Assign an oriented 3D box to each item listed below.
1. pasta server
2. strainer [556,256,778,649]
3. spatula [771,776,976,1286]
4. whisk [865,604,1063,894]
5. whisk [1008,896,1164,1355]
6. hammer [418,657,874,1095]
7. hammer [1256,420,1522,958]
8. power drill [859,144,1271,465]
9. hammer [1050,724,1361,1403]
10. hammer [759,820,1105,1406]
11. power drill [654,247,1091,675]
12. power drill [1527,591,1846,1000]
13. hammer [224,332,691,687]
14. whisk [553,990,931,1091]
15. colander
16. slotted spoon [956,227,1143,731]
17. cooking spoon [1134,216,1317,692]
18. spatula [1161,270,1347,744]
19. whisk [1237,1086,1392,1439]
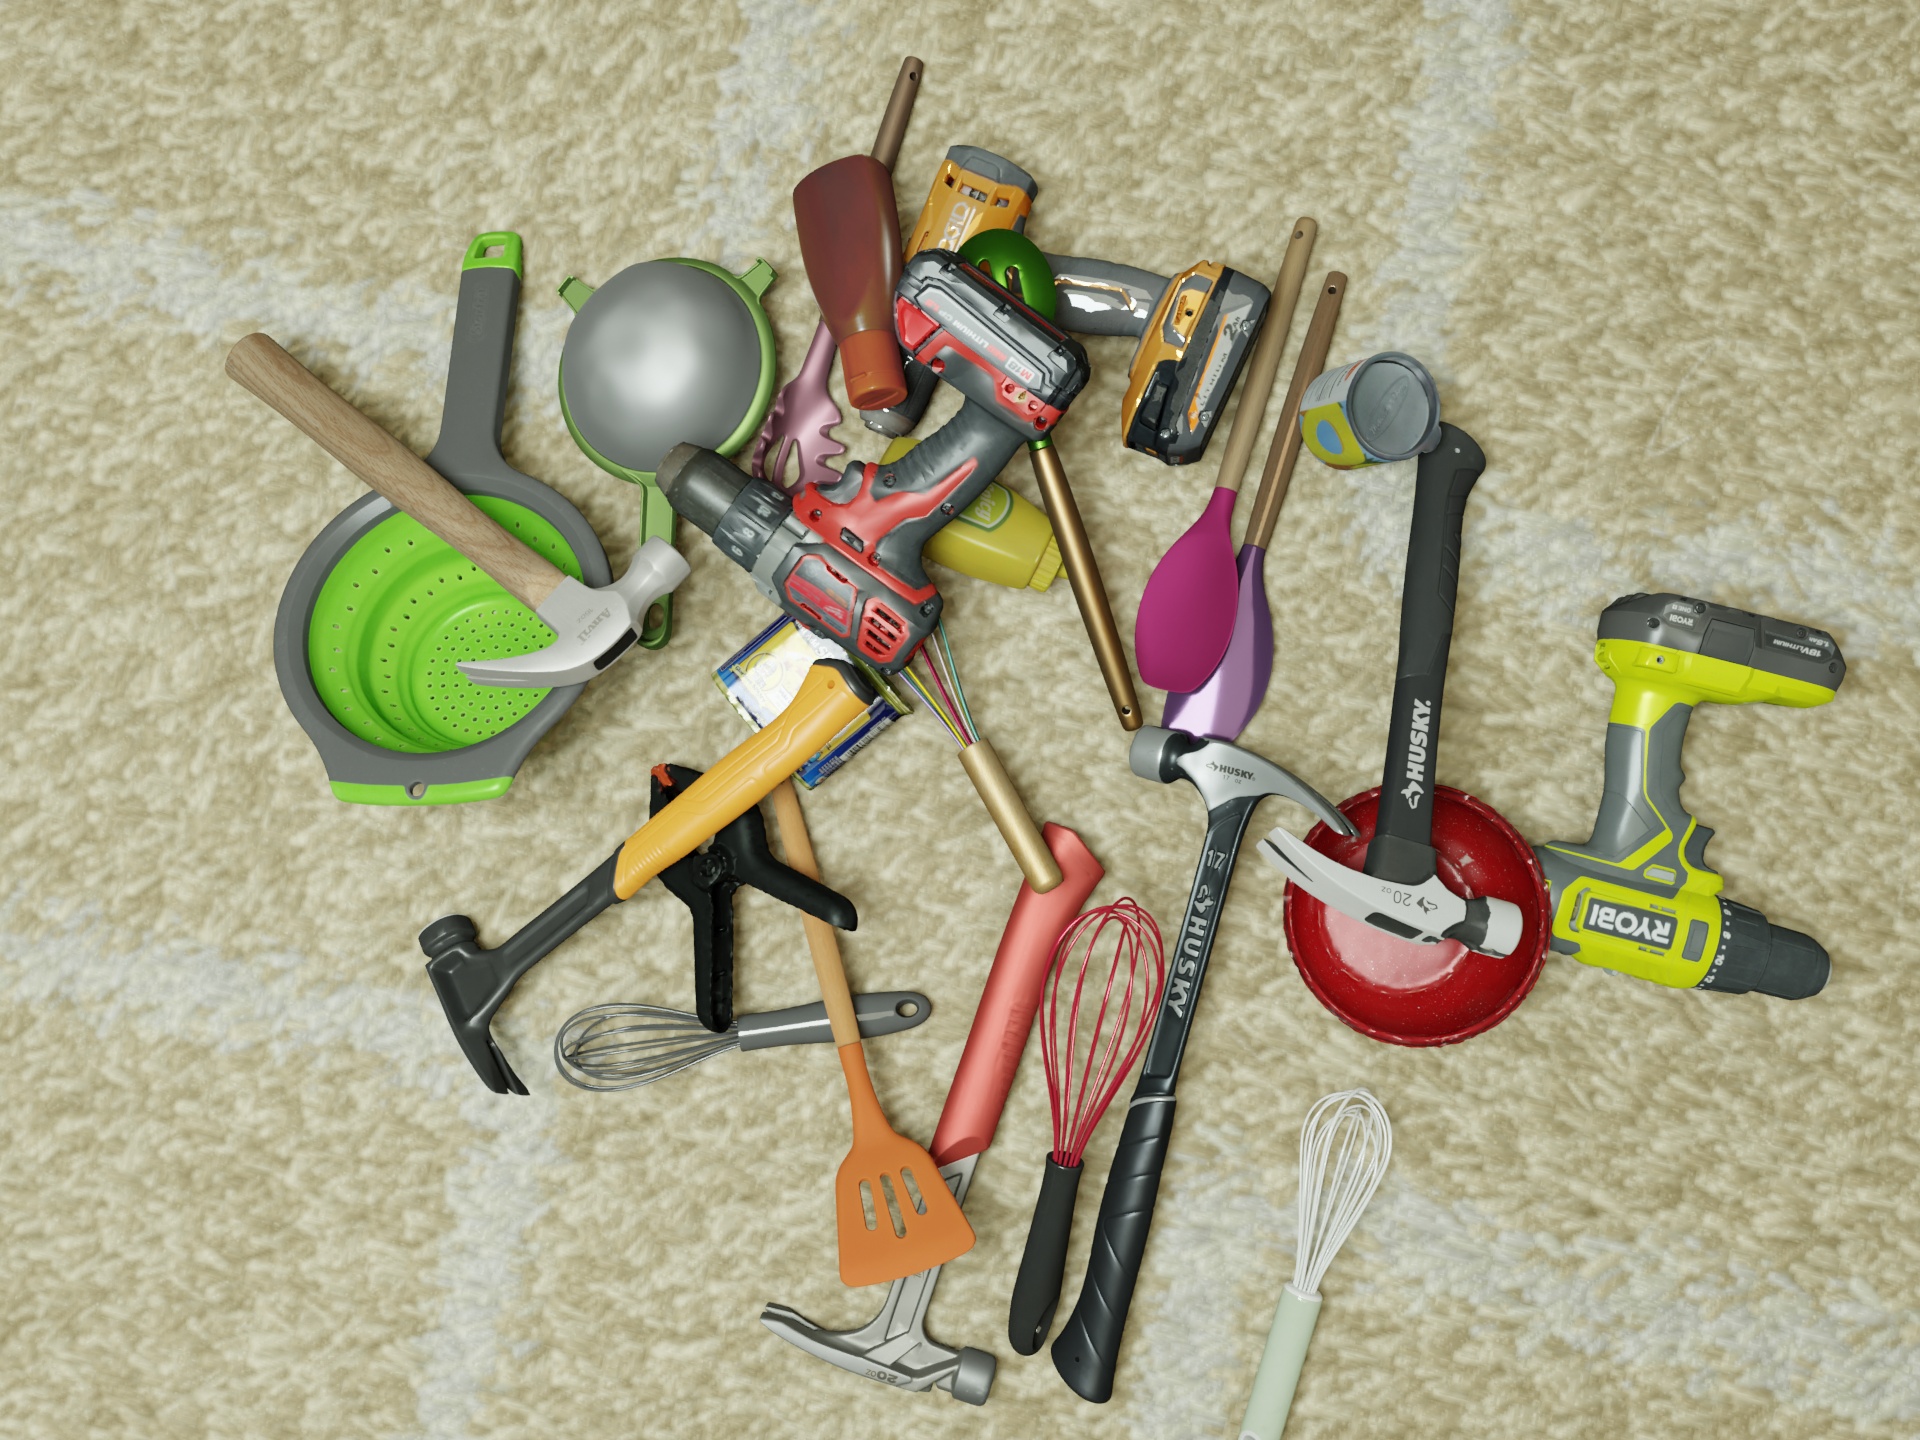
[{"bbox_3d":[-0.072,-0.281,1.023,0.060,0.040,0.316,20,85,-32],"label":"pasta server"},{"bbox_3d":[-0.197,-0.175,0.988,0.151,0.069,0.256,-1,83,14],"label":"strainer"},{"bbox_3d":[-0.073,0.172,0.967,0.081,0.041,0.323,-14,74,-9],"label":"spatula"},{"bbox_3d":[0.000,-0.004,0.990,0.051,0.047,0.245,-31,79,11],"label":"whisk"},{"bbox_3d":[0.066,0.245,0.950,0.073,0.073,0.296,11,100,3],"label":"whisk"},{"bbox_3d":[-0.183,0.084,0.962,0.337,0.034,0.127,-39,62,9],"label":"hammer"},{"bbox_3d":[0.267,-0.035,0.938,0.146,0.035,0.335,16,66,-4],"label":"hammer"},{"bbox_3d":[0.057,-0.234,0.996,0.226,0.084,0.185,25,94,8],"label":"power drill"},{"bbox_3d":[0.127,0.215,0.969,0.149,0.036,0.409,15,93,35],"label":"hammer"},{"bbox_3d":[0.001,0.234,0.993,0.149,0.036,0.359,19,88,3],"label":"hammer"},{"bbox_3d":[-0.053,-0.160,0.917,0.188,0.080,0.226,36,109,-2],"label":"power drill"},{"bbox_3d":[0.449,0.051,0.966,0.190,0.080,0.228,15,90,4],"label":"power drill"},{"bbox_3d":[-0.322,-0.133,0.946,0.331,0.031,0.130,36,76,17],"label":"hammer"},{"bbox_3d":[-0.137,0.193,0.999,0.239,0.055,0.055,-7,87,-3],"label":"whisk"},{"bbox_3d":[-0.303,-0.123,1.008,0.204,0.094,0.397,-1,69,5],"label":"colander"},{"bbox_3d":[0.059,-0.140,0.960,0.070,0.031,0.313,-15,101,18],"label":"slotted spoon"},{"bbox_3d":[0.177,-0.170,1.013,0.069,0.017,0.319,14,85,36],"label":"cooking spoon"},{"bbox_3d":[0.197,-0.134,1.013,0.060,0.018,0.316,16,88,12],"label":"spatula"},{"bbox_3d":[0.213,0.343,0.977,0.058,0.059,0.246,17,92,40],"label":"whisk"}]
